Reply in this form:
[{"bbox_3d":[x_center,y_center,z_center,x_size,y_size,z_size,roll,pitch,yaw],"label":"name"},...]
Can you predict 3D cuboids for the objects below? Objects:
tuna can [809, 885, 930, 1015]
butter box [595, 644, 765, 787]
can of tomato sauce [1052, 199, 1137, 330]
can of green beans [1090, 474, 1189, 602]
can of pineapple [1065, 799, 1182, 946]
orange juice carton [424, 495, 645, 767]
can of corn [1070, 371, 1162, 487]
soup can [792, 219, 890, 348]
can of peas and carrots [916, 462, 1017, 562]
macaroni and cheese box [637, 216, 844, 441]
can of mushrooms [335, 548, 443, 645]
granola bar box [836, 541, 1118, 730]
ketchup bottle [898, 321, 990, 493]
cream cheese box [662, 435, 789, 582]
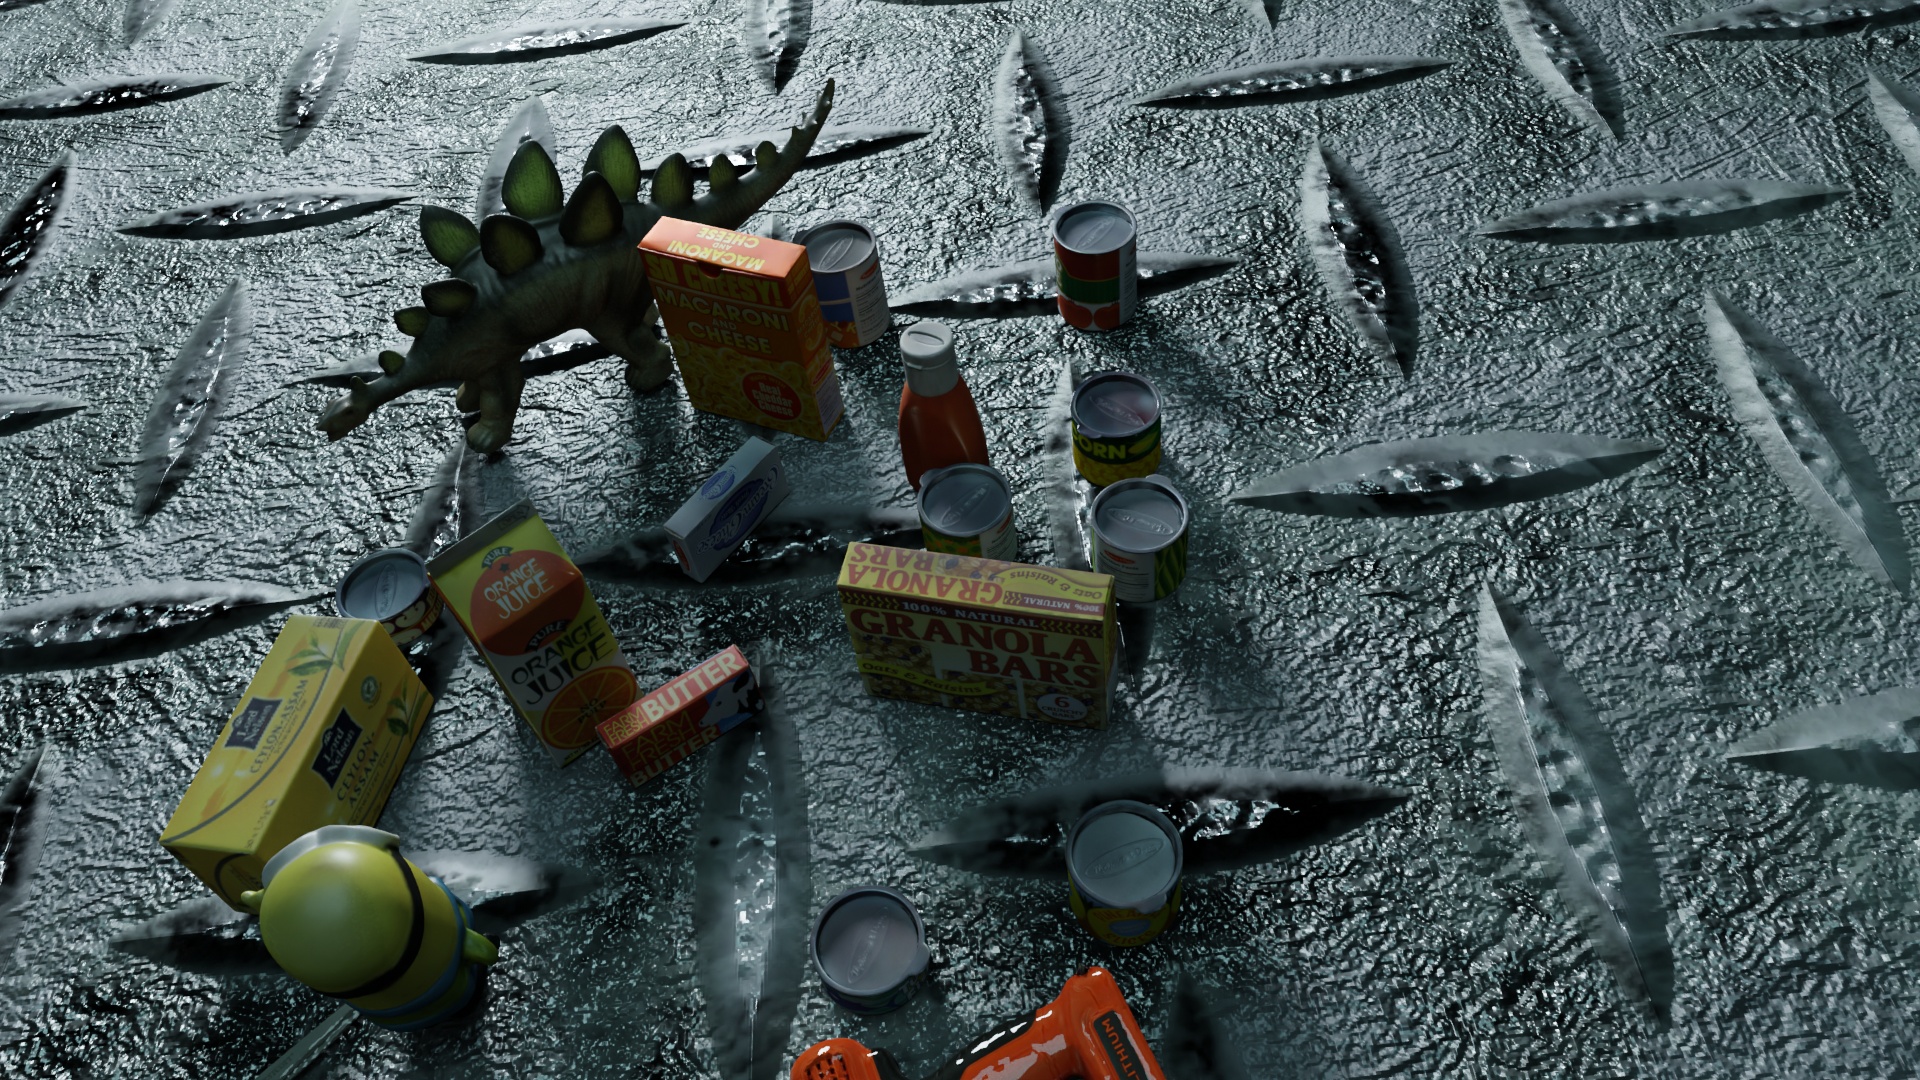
[{"bbox_3d":[-0.049,0.236,0.798,0.071,0.032,0.071,-4,51,4],"label":"tuna can"},{"bbox_3d":[-0.180,0.114,0.901,0.104,0.052,0.024,-31,54,-17],"label":"butter box"},{"bbox_3d":[0.107,-0.221,1.119,0.071,0.082,0.071,-4,51,4],"label":"can of tomato sauce"},{"bbox_3d":[0.123,0.000,0.953,0.071,0.057,0.071,-4,51,4],"label":"can of green beans"},{"bbox_3d":[0.094,0.194,0.799,0.071,0.057,0.071,-4,51,4],"label":"can of pineapple"},{"bbox_3d":[-0.269,0.053,0.872,0.072,0.191,0.073,-36,56,-20],"label":"orange juice carton"},{"bbox_3d":[0.113,-0.079,1.018,0.071,0.058,0.071,-4,51,4],"label":"can of corn"},{"bbox_3d":[-0.098,-0.210,1.135,0.071,0.083,0.072,-4,51,4],"label":"soup can"},{"bbox_3d":[0.003,-0.012,0.978,0.071,0.058,0.071,-4,51,4],"label":"can of peas and carrots"},{"bbox_3d":[-0.162,-0.156,1.046,0.124,0.165,0.040,15,55,19],"label":"macaroni and cheese box"},{"bbox_3d":[-0.409,0.041,1.002,0.071,0.033,0.071,-4,51,4],"label":"can of mushrooms"},{"bbox_3d":[0.013,0.062,0.874,0.165,0.123,0.039,7,53,13],"label":"granola bar box"},{"bbox_3d":[-0.016,-0.088,0.984,0.065,0.148,0.044,19,56,21],"label":"ketchup bottle"},{"bbox_3d":[-0.169,-0.023,1.012,0.024,0.053,0.104,25,58,25],"label":"cream cheese box"}]
